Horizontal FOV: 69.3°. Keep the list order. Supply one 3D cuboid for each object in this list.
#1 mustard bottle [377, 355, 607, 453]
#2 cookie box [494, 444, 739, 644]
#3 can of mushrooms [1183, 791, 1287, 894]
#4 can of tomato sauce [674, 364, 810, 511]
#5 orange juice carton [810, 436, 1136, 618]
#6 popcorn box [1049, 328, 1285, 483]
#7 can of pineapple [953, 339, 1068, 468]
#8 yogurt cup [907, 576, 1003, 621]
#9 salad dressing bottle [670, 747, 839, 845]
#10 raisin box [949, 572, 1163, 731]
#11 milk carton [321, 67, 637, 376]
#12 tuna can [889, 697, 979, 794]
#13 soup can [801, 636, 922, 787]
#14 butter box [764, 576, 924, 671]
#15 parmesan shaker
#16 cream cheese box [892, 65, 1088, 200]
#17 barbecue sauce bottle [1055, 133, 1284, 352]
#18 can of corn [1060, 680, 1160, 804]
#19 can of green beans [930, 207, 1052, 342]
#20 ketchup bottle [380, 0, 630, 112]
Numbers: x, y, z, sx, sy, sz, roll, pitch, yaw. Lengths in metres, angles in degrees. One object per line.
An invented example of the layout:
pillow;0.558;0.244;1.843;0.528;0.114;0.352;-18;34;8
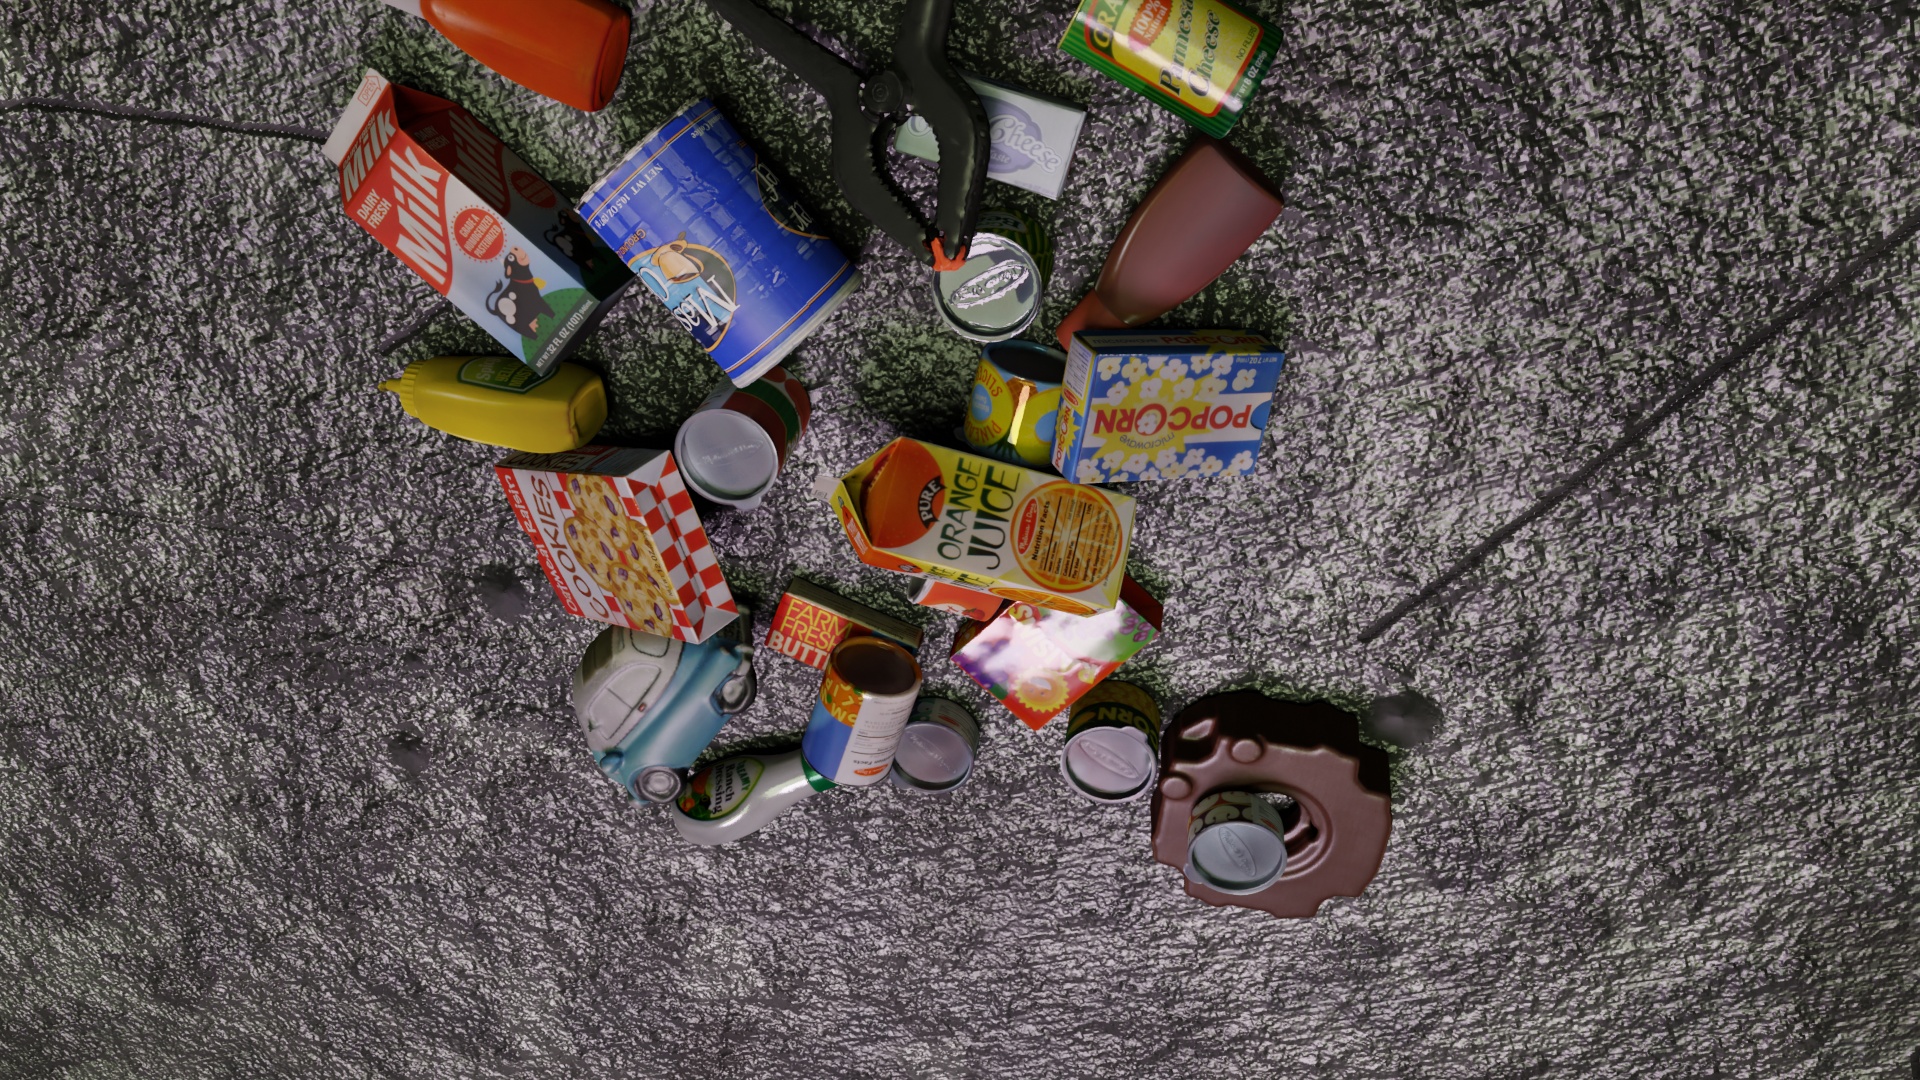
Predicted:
mustard bottle;-0.319;-0.095;0.924;0.160;0.066;0.048;8;124;11
cookie box;-0.232;-0.001;0.926;0.167;0.040;0.122;7;125;44
can of mushrooms;0.185;0.206;0.944;0.071;0.034;0.070;4;122;6
can of tomato sauce;-0.136;-0.069;0.891;0.071;0.083;0.070;5;119;8
orange juice carton;0.003;-0.011;0.854;0.193;0.071;0.073;14;81;-6
popcorn box;0.122;-0.081;0.831;0.127;0.038;0.084;-4;122;-21
can of pineapple;0.037;-0.085;0.858;0.071;0.071;0.057;15;119;2
yogurt cup;0.002;0.019;0.926;0.054;0.073;0.072;23;120;-12
salad dressing bottle;-0.144;0.184;1.047;0.147;0.064;0.043;-22;131;12
raisin box;0.065;0.062;0.951;0.086;0.040;0.123;41;116;-13
milk carton;-0.301;-0.199;0.857;0.190;0.074;0.072;41;118;-12
tuna can;-0.022;0.152;1.019;0.071;0.033;0.070;5;119;8
soup can;-0.070;0.116;0.962;0.071;0.072;0.083;19;121;0
butter box;-0.083;0.070;0.991;0.103;0.024;0.053;23;119;-2
parmesan shaker;0.114;-0.272;0.744;0.103;0.072;0.071;28;120;-5
cream cheese box;0.017;-0.239;0.804;0.104;0.024;0.053;17;118;1
barbecue sauce bottle;0.116;-0.164;0.815;0.065;0.044;0.148;37;119;-13
can of corn;0.107;0.139;0.973;0.071;0.058;0.070;5;119;8
can of green beans;0.020;-0.159;0.827;0.071;0.058;0.071;5;119;8
ketchup bottle;-0.271;-0.307;0.810;0.149;0.044;0.064;22;119;-2
